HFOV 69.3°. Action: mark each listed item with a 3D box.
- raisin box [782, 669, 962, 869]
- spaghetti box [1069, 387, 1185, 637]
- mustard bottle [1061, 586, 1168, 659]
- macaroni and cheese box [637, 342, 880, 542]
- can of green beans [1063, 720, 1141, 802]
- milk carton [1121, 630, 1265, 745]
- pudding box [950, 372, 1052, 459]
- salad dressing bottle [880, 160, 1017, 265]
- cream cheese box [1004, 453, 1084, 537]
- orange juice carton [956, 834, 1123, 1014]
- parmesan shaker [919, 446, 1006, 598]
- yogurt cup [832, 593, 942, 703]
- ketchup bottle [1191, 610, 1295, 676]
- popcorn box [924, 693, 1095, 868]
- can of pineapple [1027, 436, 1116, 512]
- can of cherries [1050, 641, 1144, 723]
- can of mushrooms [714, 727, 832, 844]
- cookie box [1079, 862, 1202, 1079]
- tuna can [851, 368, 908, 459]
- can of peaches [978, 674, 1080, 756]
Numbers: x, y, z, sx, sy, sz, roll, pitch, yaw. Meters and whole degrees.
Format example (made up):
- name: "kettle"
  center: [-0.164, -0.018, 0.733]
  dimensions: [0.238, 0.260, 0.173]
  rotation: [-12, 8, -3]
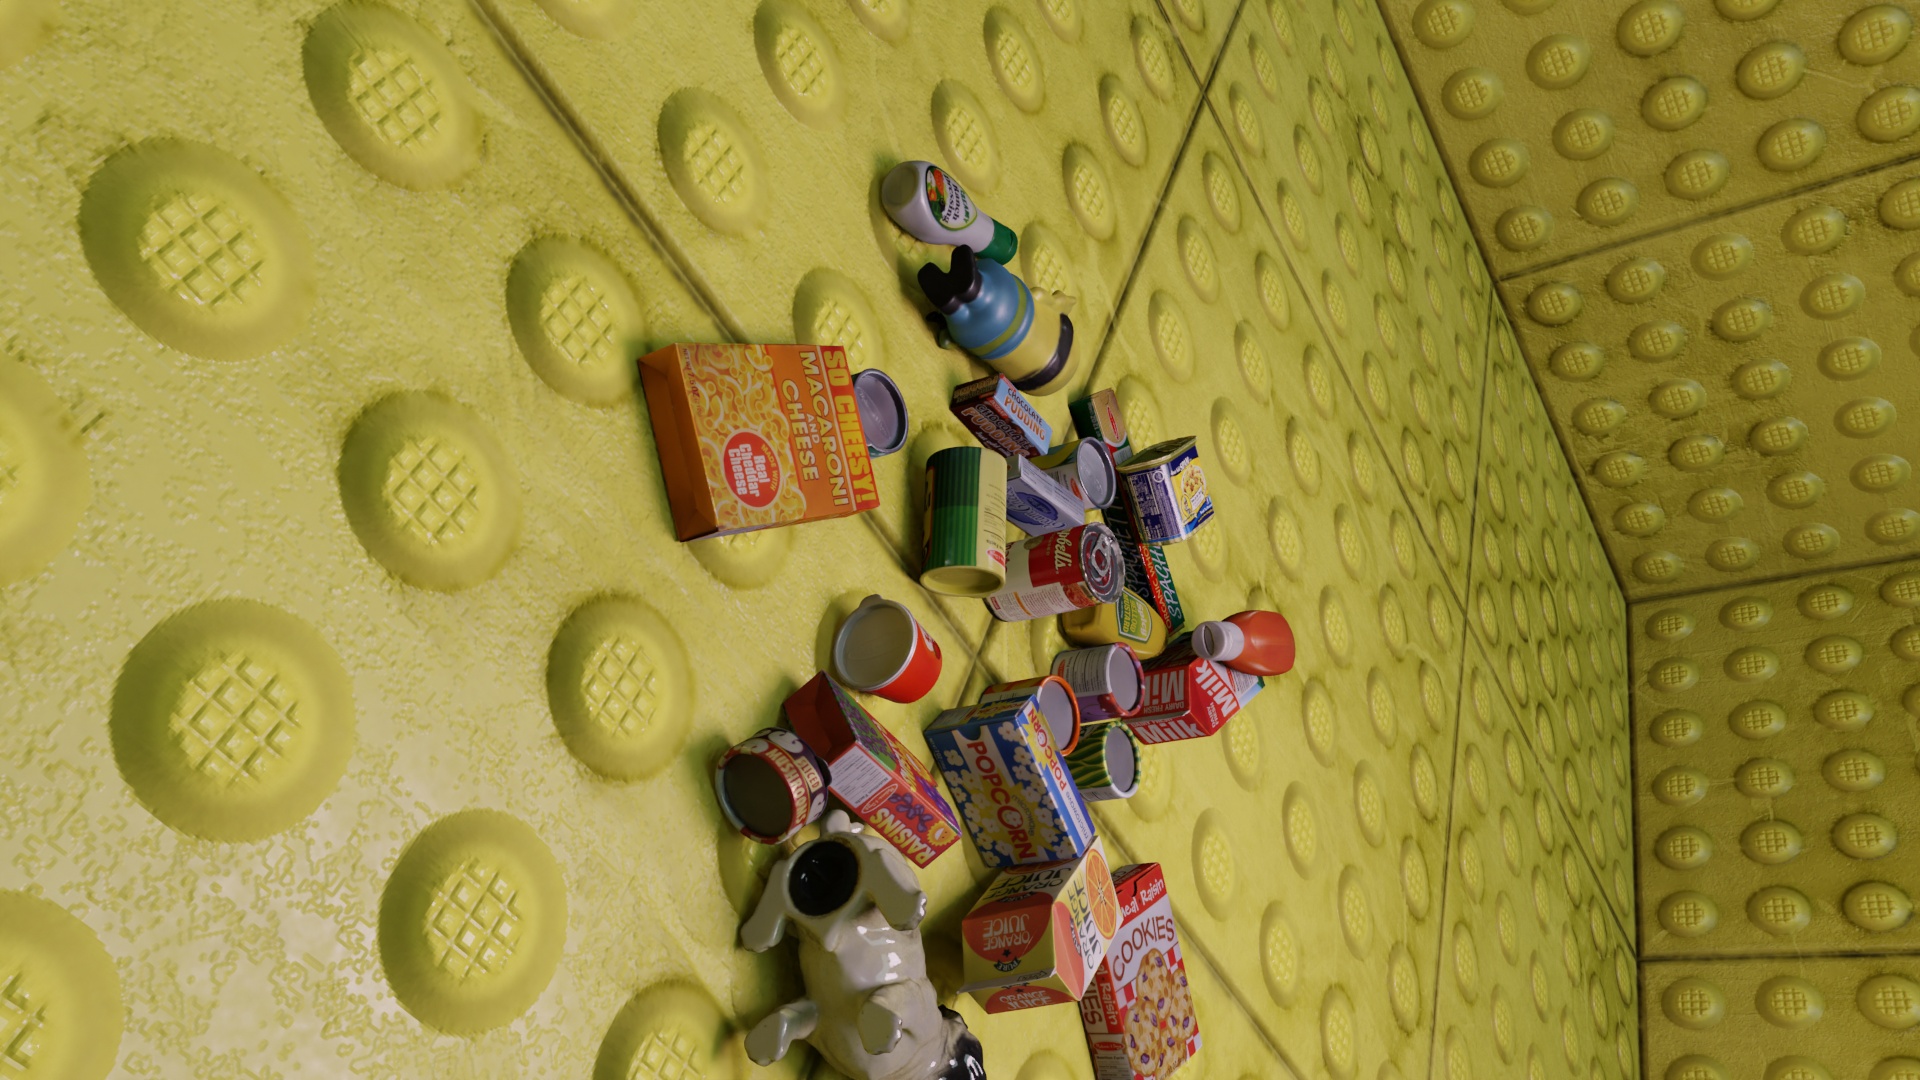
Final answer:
- name: "raisin box"
  center: [-0.058, 0.153, 0.931]
  dimensions: [0.123, 0.040, 0.086]
  rotation: [49, 2, -34]
- name: "spaghetti box"
  center: [0.164, -0.024, 1.358]
  dimensions: [0.050, 0.028, 0.249]
  rotation: [-26, 99, -55]
- name: "mustard bottle"
  center: [0.153, 0.079, 1.287]
  dimensions: [0.160, 0.048, 0.065]
  rotation: [24, 61, -49]
- name: "macaroni and cheese box"
  center: [-0.132, -0.070, 0.942]
  dimensions: [0.167, 0.040, 0.123]
  rotation: [-11, 87, -55]
- name: "can of green beans"
  center: [0.114, 0.189, 1.183]
  dimensions: [0.071, 0.057, 0.071]
  rotation: [25, 59, -49]
- name: "milk carton"
  center: [0.221, 0.142, 1.343]
  dimensions: [0.191, 0.072, 0.073]
  rotation: [-24, 98, -56]
- name: "pudding box"
  center: [0.036, -0.103, 1.186]
  dimensions: [0.083, 0.049, 0.030]
  rotation: [44, 47, -38]
- name: "salad dressing bottle"
  center: [-0.006, -0.277, 1.194]
  dimensions: [0.147, 0.044, 0.064]
  rotation: [17, 66, -52]
- name: "cream cheese box"
  center: [0.058, -0.037, 1.190]
  dimensions: [0.103, 0.053, 0.024]
  rotation: [33, 51, -45]
- name: "orange juice carton"
  center: [0.058, 0.286, 1.018]
  dimensions: [0.193, 0.072, 0.073]
  rotation: [-21, 96, -70]
- name: "parmesan shaker"
  center: [0.004, -0.014, 1.095]
  dimensions: [0.071, 0.071, 0.103]
  rotation: [29, 55, -47]
- name: "yogurt cup"
  center: [-0.049, 0.082, 0.987]
  dimensions: [0.054, 0.072, 0.072]
  rotation: [41, 46, -51]
- name: "ketchup bottle"
  center: [0.271, 0.097, 1.326]
  dimensions: [0.149, 0.043, 0.065]
  rotation: [8, 69, -53]
- name: "popcorn box"
  center: [0.038, 0.184, 1.053]
  dimensions: [0.038, 0.085, 0.126]
  rotation: [-43, 113, -53]
- name: "can of pineapple"
  center: [0.100, -0.056, 1.252]
  dimensions: [0.071, 0.057, 0.071]
  rotation: [24, 59, -50]
- name: "can of cherries"
  center: [0.122, 0.126, 1.218]
  dimensions: [0.071, 0.058, 0.072]
  rotation: [24, 59, -49]
- name: "can of mushrooms"
  center: [-0.116, 0.151, 0.858]
  dimensions: [0.033, 0.071, 0.071]
  rotation: [-25, 100, -54]
- name: "cookie box"
  center: [0.147, 0.373, 1.180]
  dimensions: [0.123, 0.040, 0.167]
  rotation: [-10, 87, -56]
- name: "tuna can"
  center: [-0.072, -0.092, 1.041]
  dimensions: [0.071, 0.032, 0.071]
  rotation: [25, 59, -49]
- name: "can of peaches"
  center: [0.057, 0.144, 1.119]
  dimensions: [0.071, 0.058, 0.071]
  rotation: [24, 59, -49]
